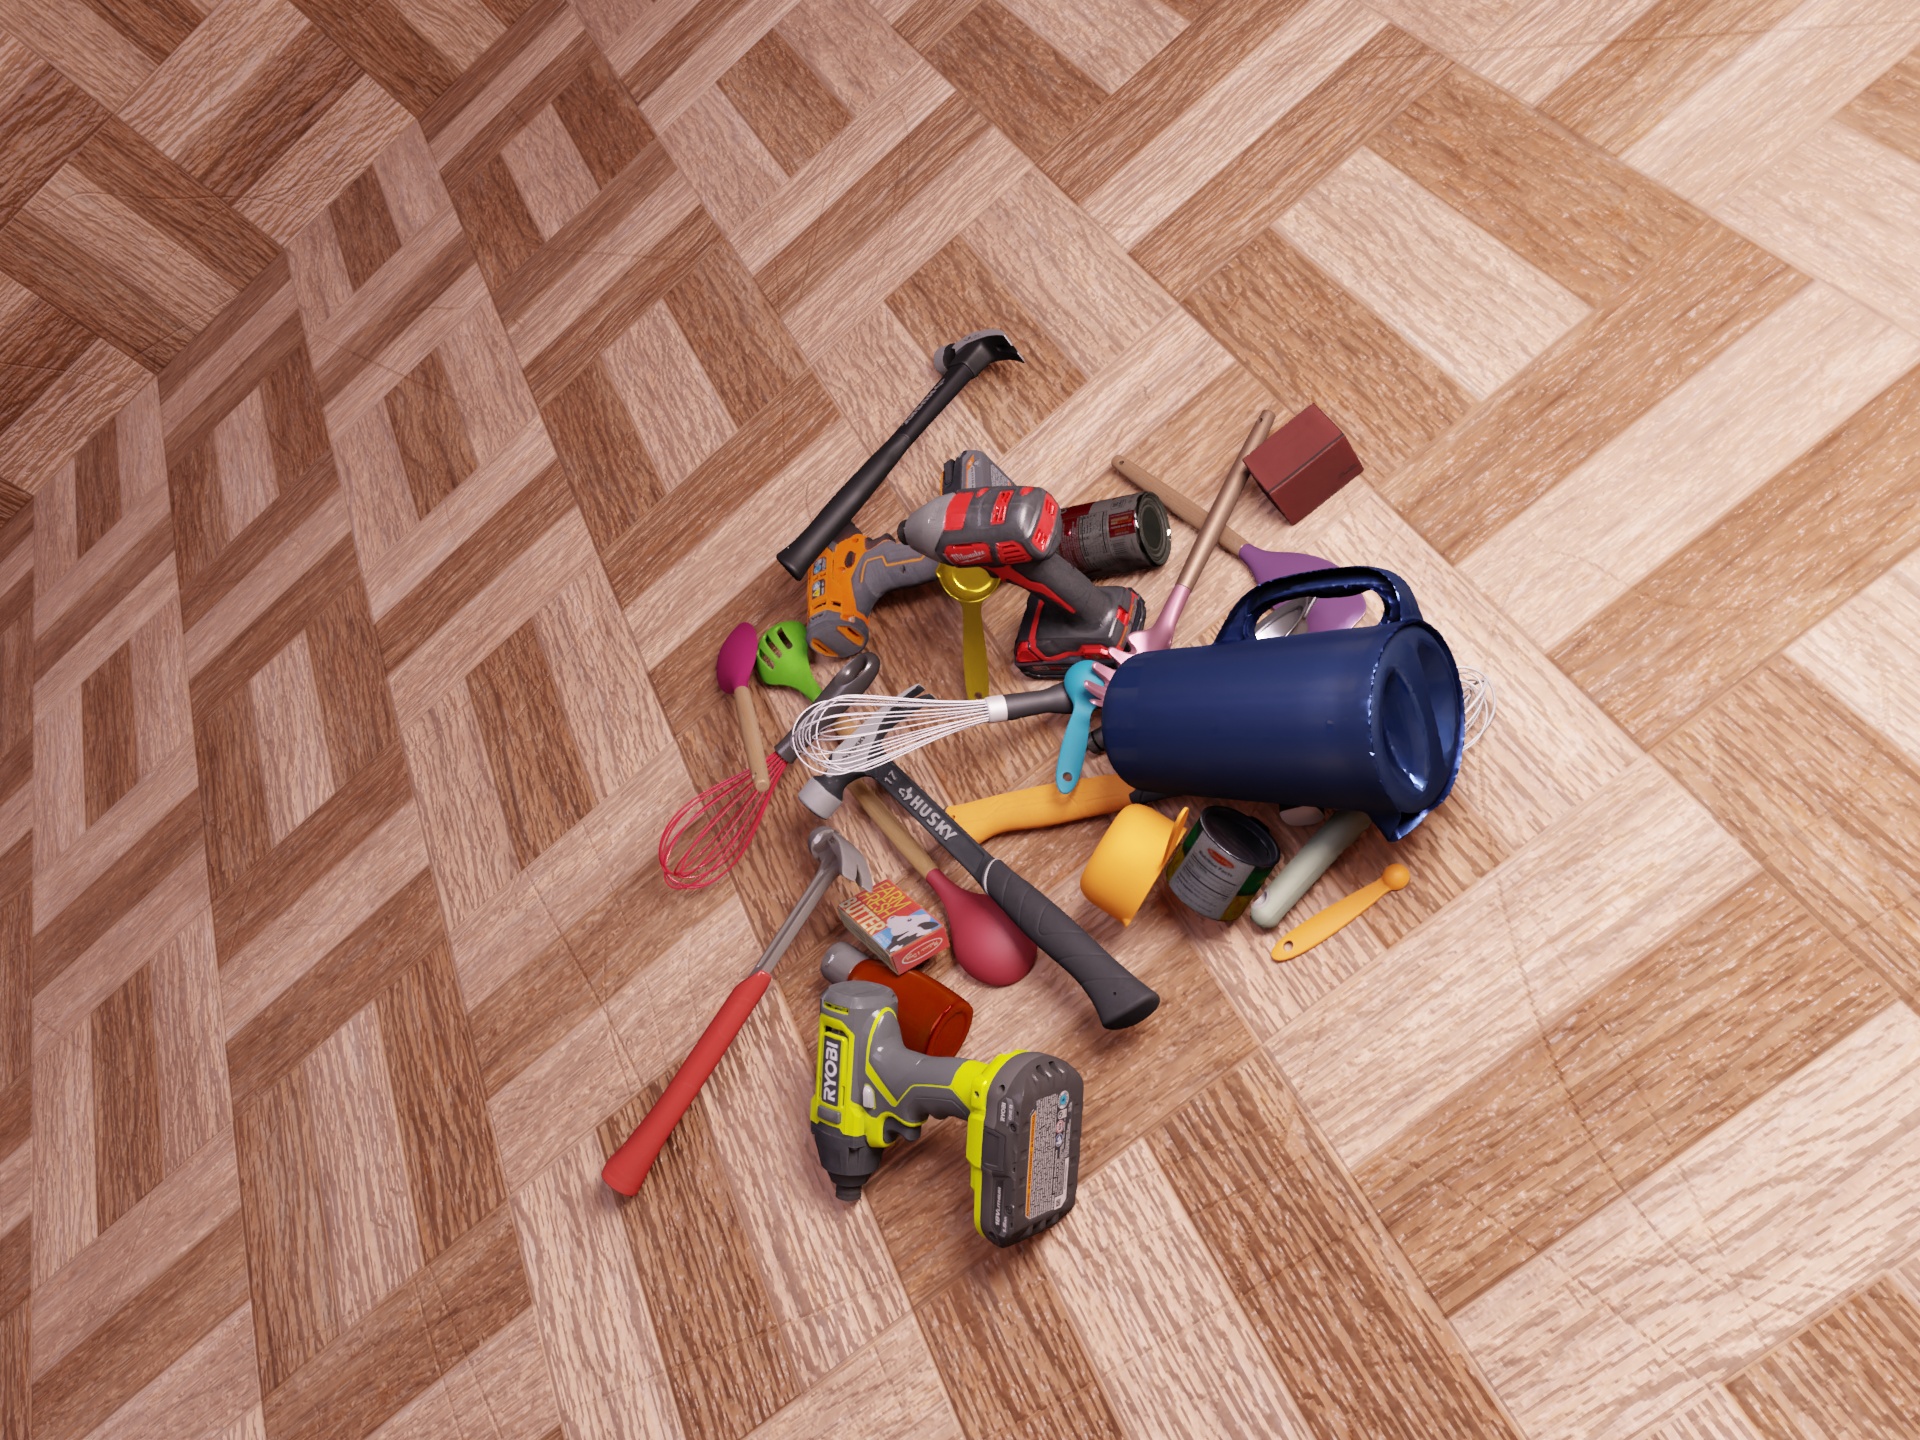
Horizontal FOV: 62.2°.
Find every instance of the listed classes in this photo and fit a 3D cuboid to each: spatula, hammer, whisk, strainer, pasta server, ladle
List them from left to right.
[{"bbox_3d":[-0.194,0.256,1.365,0.359,0.036,0.149,-56,18,2],"label":"hammer"},{"bbox_3d":[-0.179,0.046,1.488,0.296,0.073,0.073,-47,47,6],"label":"whisk"},{"bbox_3d":[-0.065,-0.262,1.547,0.335,0.035,0.146,-52,26,-20],"label":"hammer"},{"bbox_3d":[-0.035,0.119,1.377,0.069,0.031,0.316,-47,45,2],"label":"ladle"},{"bbox_3d":[-0.002,-0.004,1.327,0.284,0.070,0.070,-9,50,-11],"label":"whisk"},{"bbox_3d":[0.020,0.113,1.291,0.149,0.036,0.409,-50,48,0],"label":"hammer"},{"bbox_3d":[0.131,0.050,1.292,0.337,0.034,0.127,-14,57,29],"label":"hammer"},{"bbox_3d":[0.194,-0.137,1.331,0.060,0.040,0.316,11,66,45],"label":"pasta server"},{"bbox_3d":[0.196,-0.030,1.291,0.258,0.050,0.087,-31,14,25],"label":"strainer"},{"bbox_3d":[0.228,-0.159,1.360,0.060,0.018,0.316,-47,48,1],"label":"spatula"},{"bbox_3d":[0.299,0.059,1.162,0.246,0.059,0.058,-49,10,6],"label":"whisk"}]

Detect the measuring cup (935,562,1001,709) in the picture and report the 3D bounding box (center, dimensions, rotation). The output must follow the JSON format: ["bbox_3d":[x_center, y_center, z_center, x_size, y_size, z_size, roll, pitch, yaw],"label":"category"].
[{"bbox_3d":[0.013,-0.086,1.426,0.062,0.029,0.156,-2,101,10],"label":"measuring cup"}]

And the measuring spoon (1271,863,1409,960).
[{"bbox_3d":[0.273,0.139,1.151,0.117,0.011,0.021,-36,48,13],"label":"measuring spoon"}]

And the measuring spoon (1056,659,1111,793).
[{"bbox_3d":[0.099,0.002,1.301,0.042,0.021,0.129,17,59,-3],"label":"measuring spoon"}]

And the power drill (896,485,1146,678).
[{"bbox_3d":[0.051,-0.118,1.324,0.143,0.219,0.079,1,64,36],"label":"power drill"}]

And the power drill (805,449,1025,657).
[{"bbox_3d":[-0.053,-0.170,1.530,0.226,0.084,0.164,-23,50,27],"label":"power drill"}]

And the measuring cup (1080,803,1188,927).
[{"bbox_3d":[0.131,0.089,1.175,0.052,0.173,0.095,31,67,11],"label":"measuring cup"}]

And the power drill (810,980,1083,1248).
[{"bbox_3d":[-0.021,0.304,1.200,0.223,0.080,0.171,8,97,41],"label":"power drill"}]

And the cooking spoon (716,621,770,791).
[{"bbox_3d":[-0.208,-0.016,1.525,0.068,0.017,0.319,-52,27,15],"label":"cooking spoon"}]

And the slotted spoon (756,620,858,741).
[{"bbox_3d":[-0.120,-0.007,1.514,0.070,0.031,0.314,-50,48,7],"label":"slotted spoon"}]
